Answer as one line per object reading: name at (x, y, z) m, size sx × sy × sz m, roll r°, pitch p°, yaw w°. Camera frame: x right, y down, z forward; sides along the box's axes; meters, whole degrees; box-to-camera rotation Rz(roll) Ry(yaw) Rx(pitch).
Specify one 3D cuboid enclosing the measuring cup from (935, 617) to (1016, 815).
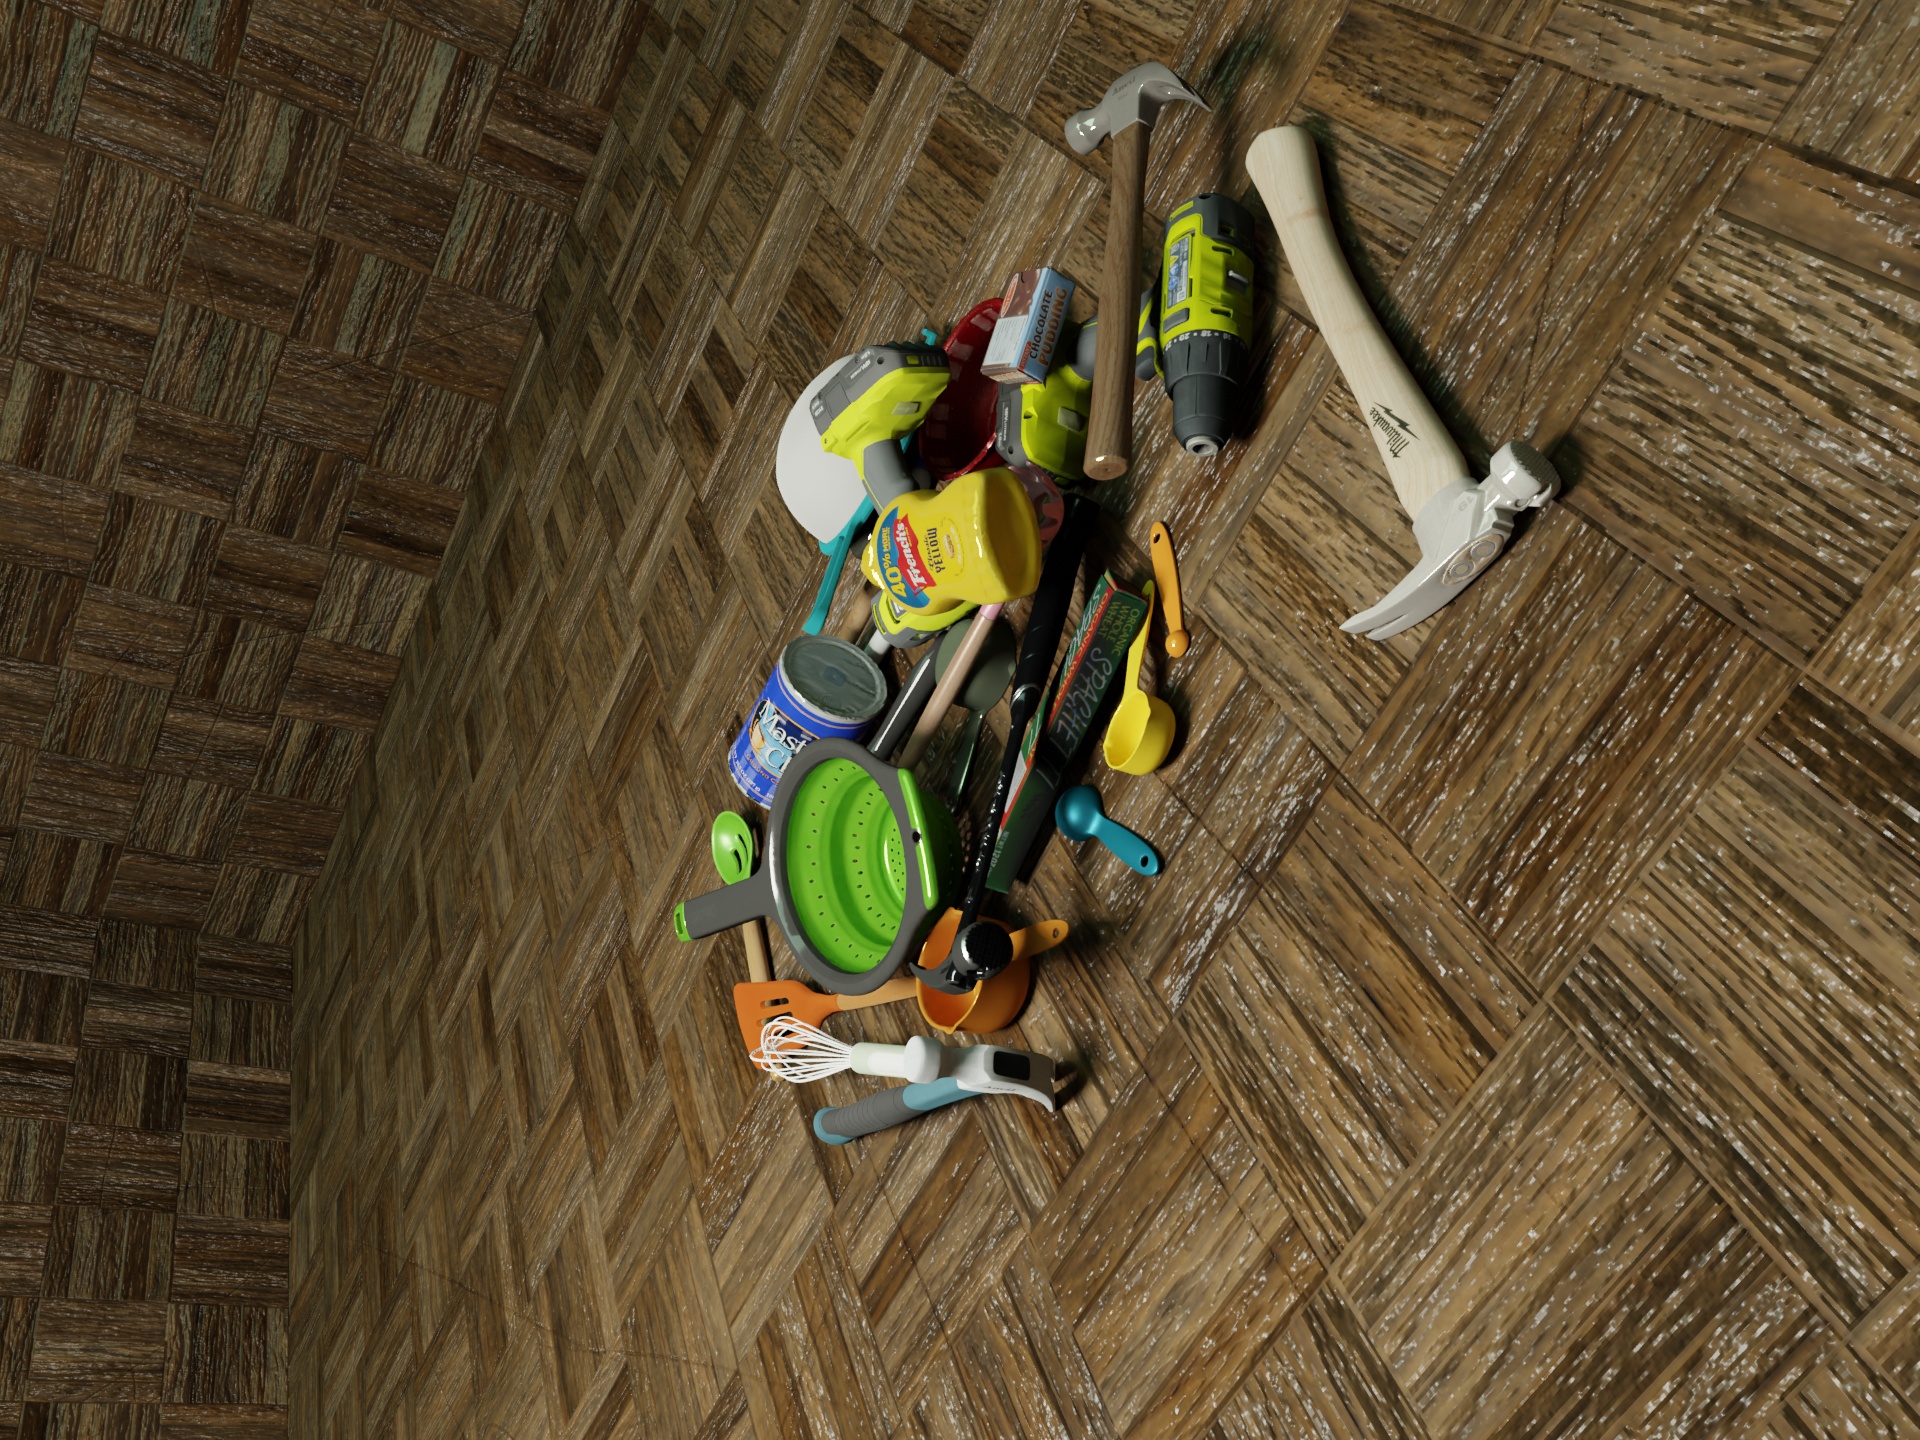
measuring cup at (-0.002, -0.004, 1.306) m, size 0.083 × 0.038 × 0.167 m, roll 5°, pitch 79°, yaw 59°

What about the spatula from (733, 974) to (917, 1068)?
spatula at (-0.094, 0.238, 1.347) m, size 0.322 × 0.041 × 0.081 m, roll -24°, pitch 80°, yaw 51°

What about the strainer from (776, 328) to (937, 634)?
strainer at (-0.128, -0.222, 1.472) m, size 0.211 × 0.095 × 0.341 m, roll -45°, pitch 24°, yaw 46°

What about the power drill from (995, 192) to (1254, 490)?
power drill at (0.125, -0.257, 1.176) m, size 0.228 × 0.080 × 0.191 m, roll -20°, pitch 59°, yaw 51°

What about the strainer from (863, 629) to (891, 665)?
strainer at (-0.061, -0.092, 1.447) m, size 0.258 × 0.050 × 0.087 m, roll -55°, pitch 20°, yaw 36°

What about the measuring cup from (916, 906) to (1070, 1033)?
measuring cup at (0.038, 0.175, 1.151) m, size 0.173 × 0.052 × 0.095 m, roll -29°, pitch 54°, yaw 46°

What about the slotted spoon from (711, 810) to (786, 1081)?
slotted spoon at (-0.202, 0.215, 1.554) m, size 0.070 × 0.031 × 0.314 m, roll -53°, pitch 38°, yaw 33°

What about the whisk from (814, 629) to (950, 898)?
whisk at (-0.082, 0.045, 1.404) m, size 0.295 × 0.073 × 0.073 m, roll -58°, pitch 34°, yaw 16°

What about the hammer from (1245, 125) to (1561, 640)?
hammer at (0.244, -0.239, 1.011) m, size 0.146 × 0.038 × 0.411 m, roll -49°, pitch 38°, yaw 38°

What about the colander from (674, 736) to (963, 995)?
colander at (-0.114, 0.135, 1.340) m, size 0.397 × 0.094 × 0.204 m, roll -24°, pitch 74°, yaw 48°

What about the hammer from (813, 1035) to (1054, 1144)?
hammer at (-0.037, 0.281, 1.180) m, size 0.331 × 0.128 × 0.033 m, roll 141°, pitch 136°, yaw -58°

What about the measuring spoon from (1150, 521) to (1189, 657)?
measuring spoon at (0.145, -0.096, 1.131) m, size 0.021 × 0.011 × 0.117 m, roll -41°, pitch 44°, yaw 44°

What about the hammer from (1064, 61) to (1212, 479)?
hammer at (0.117, -0.324, 1.129) m, size 0.130 × 0.031 × 0.331 m, roll -19°, pitch 59°, yaw 49°

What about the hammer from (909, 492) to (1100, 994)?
hammer at (0.042, 0.006, 1.152) m, size 0.149 × 0.036 × 0.409 m, roll 131°, pitch 157°, yaw -62°

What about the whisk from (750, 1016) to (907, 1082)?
whisk at (-0.087, 0.273, 1.292) m, size 0.246 × 0.059 × 0.058 m, roll -8°, pitch 94°, yaw 46°

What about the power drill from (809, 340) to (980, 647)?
power drill at (-0.034, -0.192, 1.314) m, size 0.171 × 0.080 × 0.223 m, roll -32°, pitch 74°, yaw 49°

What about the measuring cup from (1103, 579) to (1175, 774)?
measuring cup at (0.133, -0.031, 1.118) m, size 0.062 × 0.029 × 0.157 m, roll -43°, pitch 30°, yaw 54°

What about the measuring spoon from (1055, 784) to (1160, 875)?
measuring spoon at (0.099, 0.079, 1.116) m, size 0.129 × 0.021 × 0.042 m, roll 36°, pitch 108°, yaw 59°

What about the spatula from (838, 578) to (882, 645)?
spatula at (-0.122, -0.067, 1.505) m, size 0.317 × 0.044 × 0.082 m, roll 122°, pitch 152°, yaw -44°

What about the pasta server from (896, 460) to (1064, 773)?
pasta server at (0.004, -0.062, 1.249) m, size 0.060 × 0.040 × 0.316 m, roll 55°, pitch 129°, yaw 38°
